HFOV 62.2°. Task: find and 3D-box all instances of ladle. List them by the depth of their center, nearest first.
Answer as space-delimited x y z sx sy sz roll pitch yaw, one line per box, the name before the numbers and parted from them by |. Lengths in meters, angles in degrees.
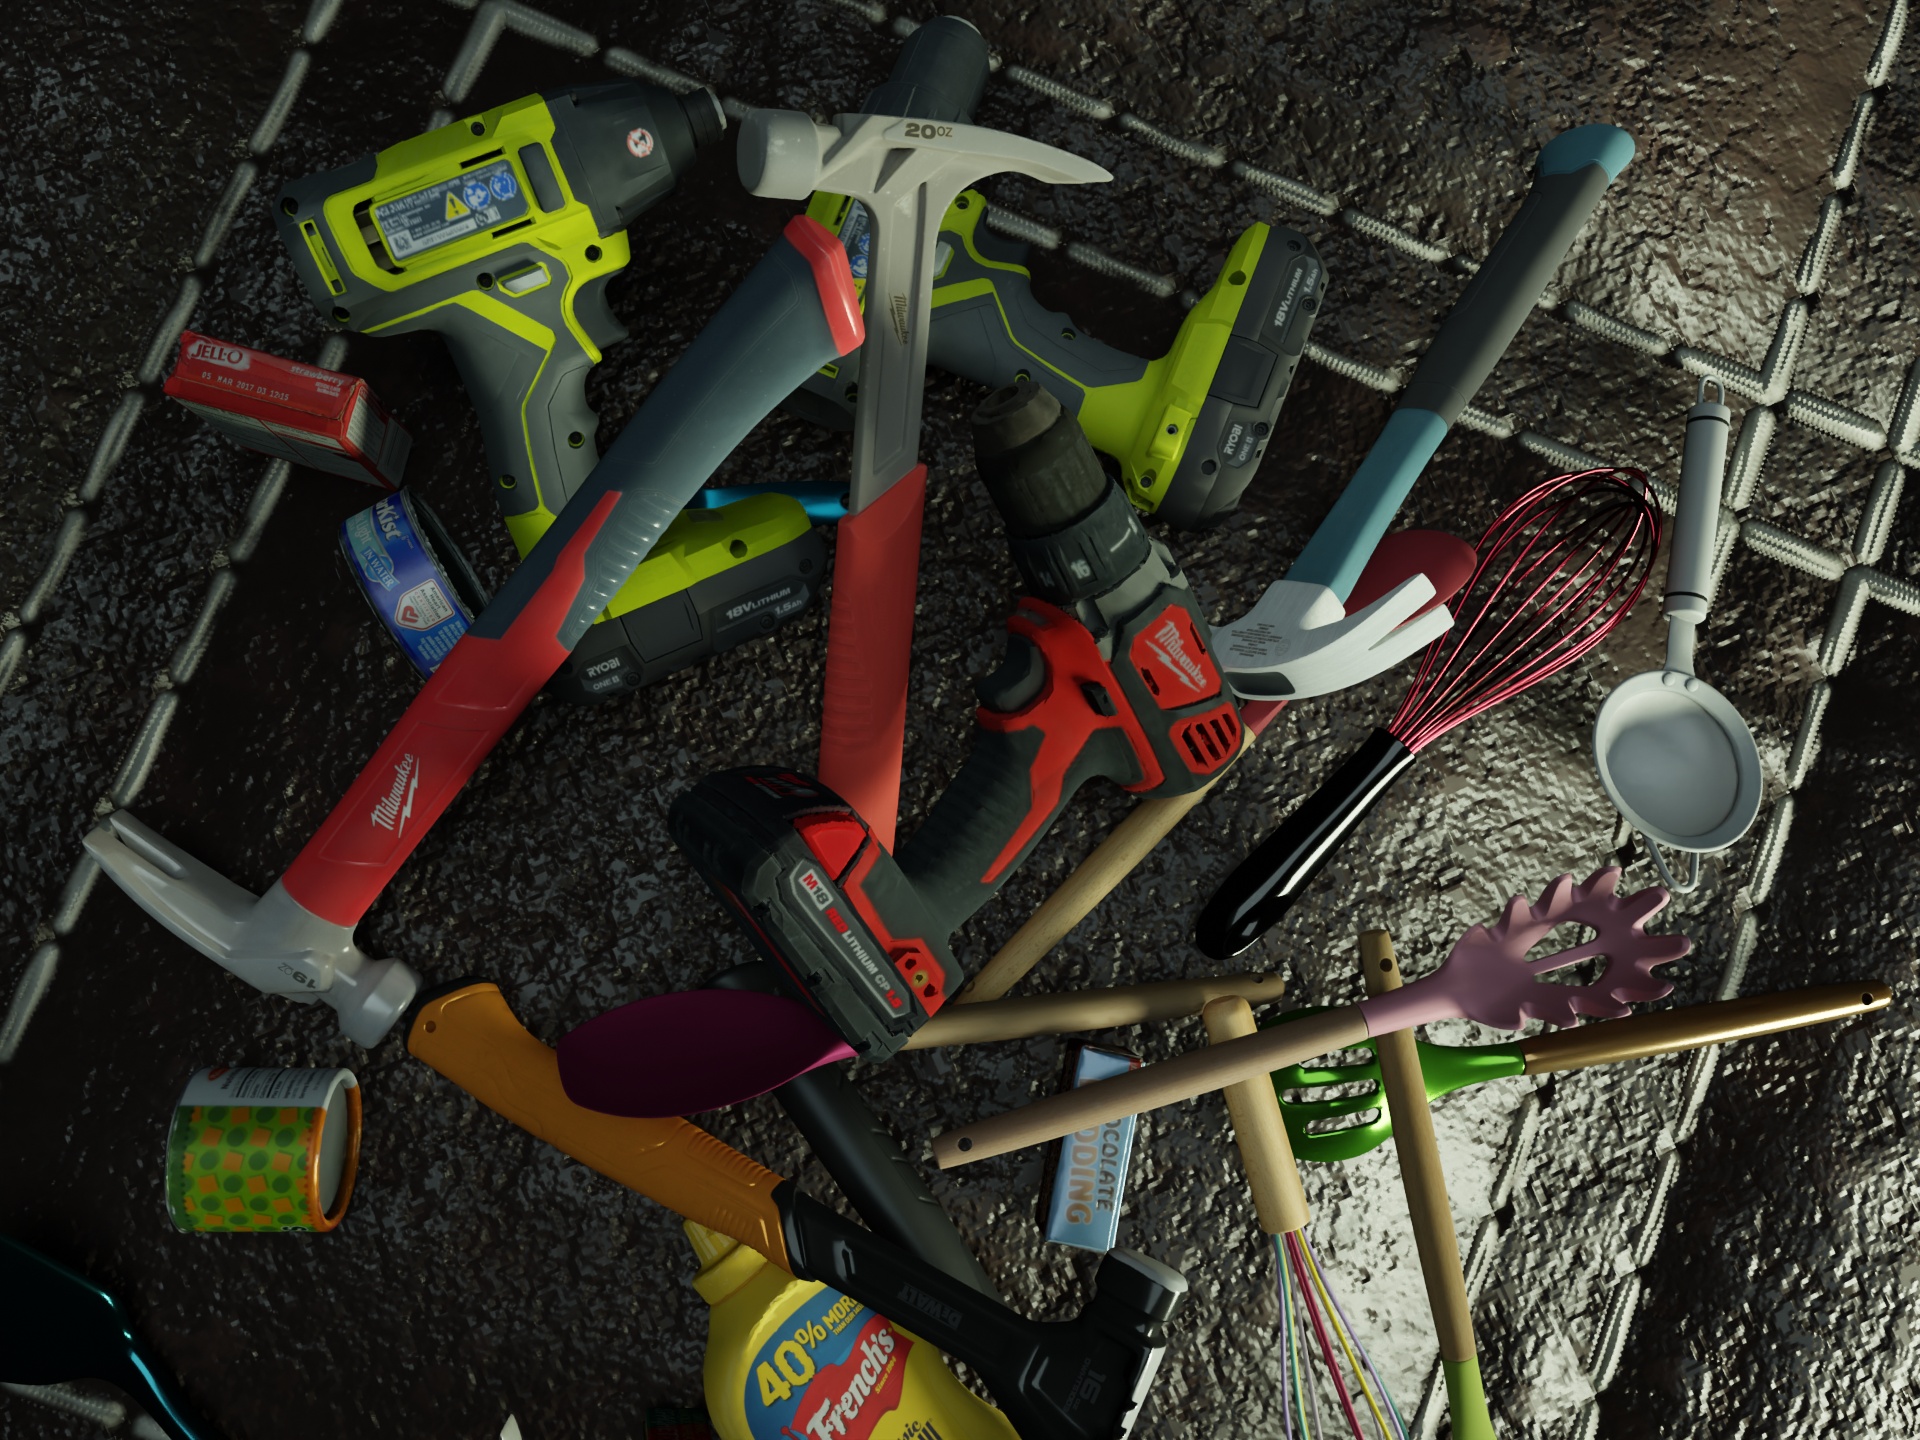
ladle | 0.212 0.247 0.674 0.078 0.062 0.320 -12 91 -13
ladle | 0.109 0.021 0.713 0.315 0.069 0.031 -45 115 -2

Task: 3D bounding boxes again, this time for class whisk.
whisk | 0.150 0.237 0.683 0.051 0.047 0.245 -16 90 -9
whisk | 0.209 -0.004 0.719 0.073 0.073 0.296 43 88 1

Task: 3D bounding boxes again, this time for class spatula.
spatula | -0.294 0.321 0.646 0.317 0.044 0.082 41 101 -1

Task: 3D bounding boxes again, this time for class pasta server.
pasta server | 0.140 0.130 0.652 0.316 0.040 0.060 -17 72 -3

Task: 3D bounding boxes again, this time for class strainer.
strainer | 0.337 -0.044 0.742 0.087 0.050 0.258 15 77 -9

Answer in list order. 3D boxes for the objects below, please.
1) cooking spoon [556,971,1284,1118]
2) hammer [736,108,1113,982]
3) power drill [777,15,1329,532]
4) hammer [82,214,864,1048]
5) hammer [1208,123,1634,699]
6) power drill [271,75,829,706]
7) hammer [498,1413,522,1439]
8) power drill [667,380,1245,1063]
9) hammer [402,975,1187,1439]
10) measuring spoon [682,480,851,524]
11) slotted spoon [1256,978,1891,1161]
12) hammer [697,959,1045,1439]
cooking spoon | -0.005 0.128 0.664 0.318 0.069 0.017 -3 122 -20
hammer | -0.027 -0.056 0.654 0.149 0.037 0.359 -2 107 -27
power drill | 0.040 -0.199 0.716 0.228 0.080 0.190 22 83 1
hammer | -0.181 -0.041 0.608 0.143 0.038 0.386 38 108 -13
hammer | 0.214 -0.146 0.722 0.033 0.128 0.331 46 71 -36
power drill | -0.145 -0.134 0.645 0.171 0.080 0.223 -24 113 -8
hammer | -0.371 0.312 0.620 0.410 0.038 0.146 9 101 1
power drill | -0.001 -0.002 0.620 0.227 0.080 0.187 -40 120 -16
hammer | -0.088 0.196 0.624 0.337 0.034 0.127 24 83 20
measuring spoon | -0.099 -0.100 0.719 0.128 0.021 0.042 -2 84 -4
slotted spoon | 0.277 0.147 0.722 0.313 0.031 0.070 -8 89 -7
hammer | -0.003 0.240 0.656 0.335 0.146 0.035 53 126 9
